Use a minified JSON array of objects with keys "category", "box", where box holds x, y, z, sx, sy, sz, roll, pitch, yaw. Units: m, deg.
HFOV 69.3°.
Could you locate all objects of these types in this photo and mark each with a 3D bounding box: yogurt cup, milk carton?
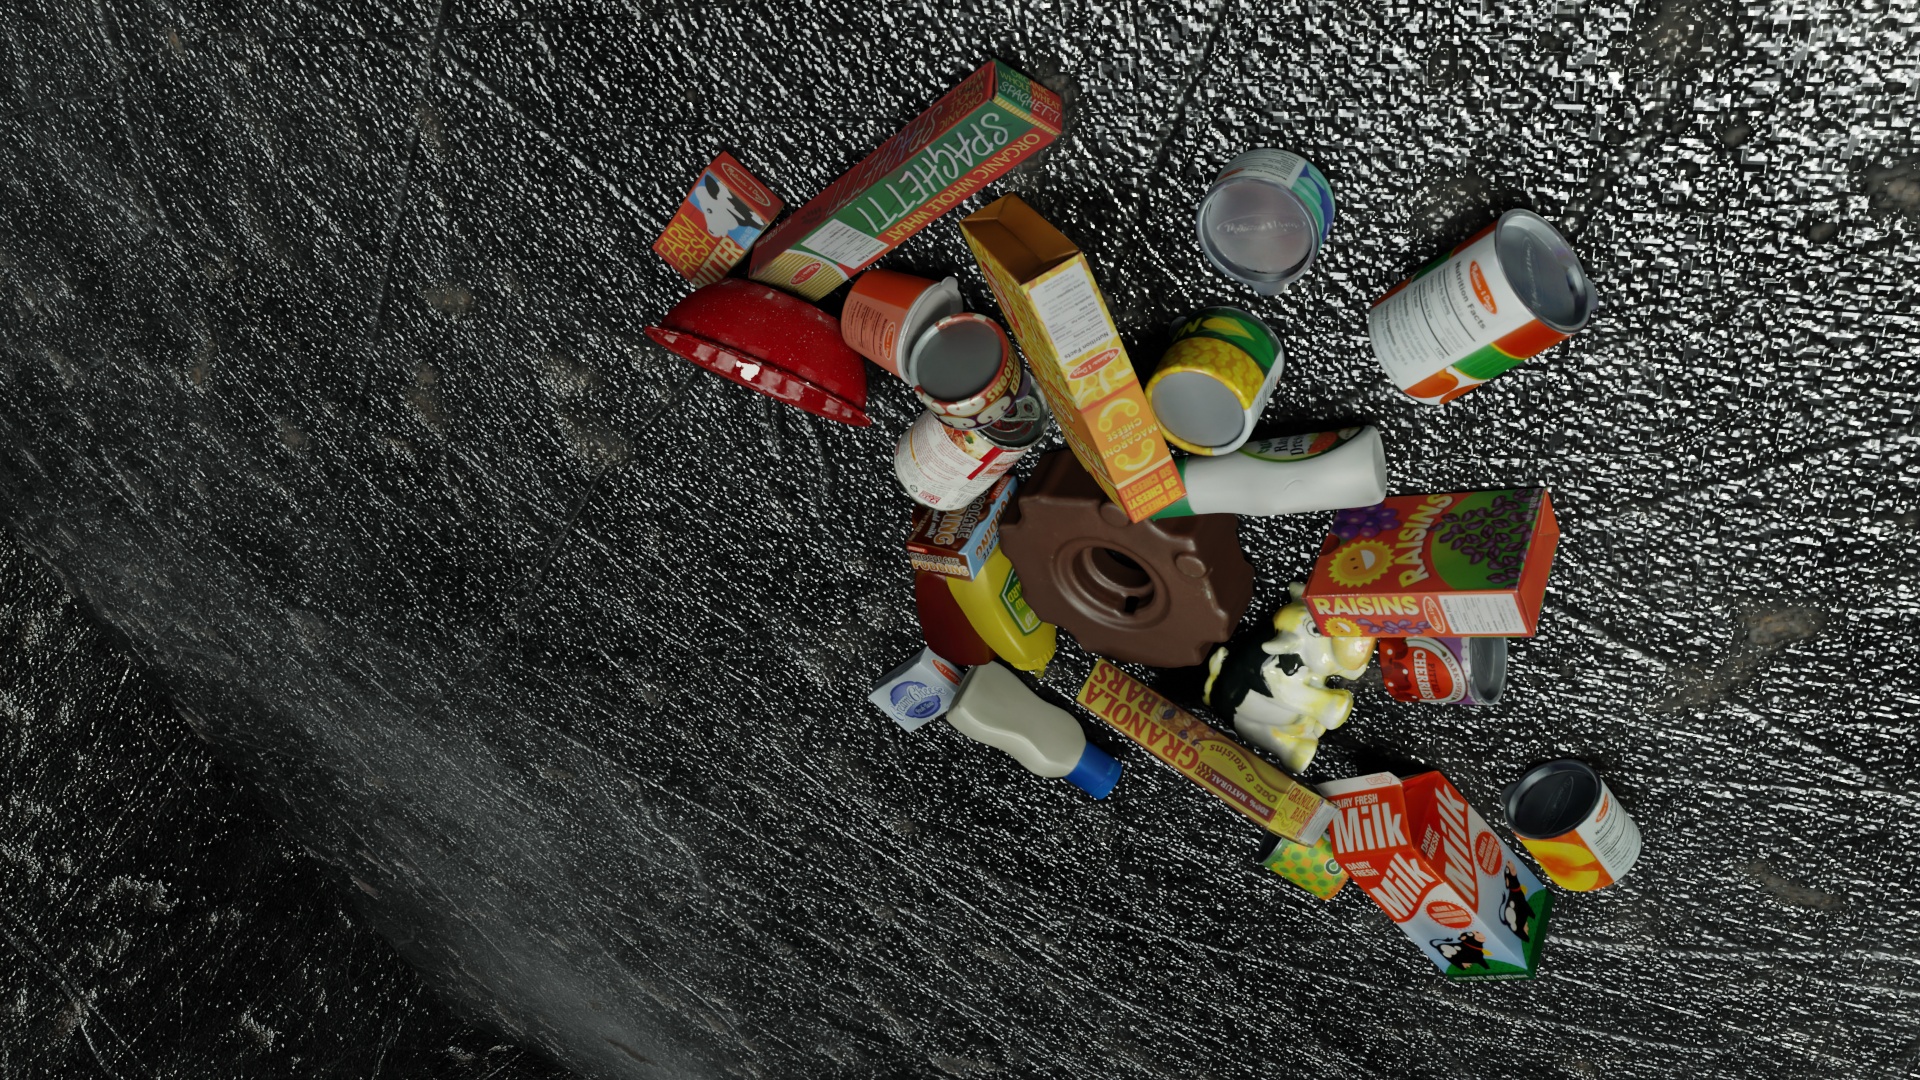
[{"category":"yogurt cup","box":[-0.039,-0.139,0.881,0.054,0.073,0.072,26,144,24]},{"category":"milk carton","box":[0.341,0.233,1.008,0.190,0.074,0.072,45,142,-15]}]

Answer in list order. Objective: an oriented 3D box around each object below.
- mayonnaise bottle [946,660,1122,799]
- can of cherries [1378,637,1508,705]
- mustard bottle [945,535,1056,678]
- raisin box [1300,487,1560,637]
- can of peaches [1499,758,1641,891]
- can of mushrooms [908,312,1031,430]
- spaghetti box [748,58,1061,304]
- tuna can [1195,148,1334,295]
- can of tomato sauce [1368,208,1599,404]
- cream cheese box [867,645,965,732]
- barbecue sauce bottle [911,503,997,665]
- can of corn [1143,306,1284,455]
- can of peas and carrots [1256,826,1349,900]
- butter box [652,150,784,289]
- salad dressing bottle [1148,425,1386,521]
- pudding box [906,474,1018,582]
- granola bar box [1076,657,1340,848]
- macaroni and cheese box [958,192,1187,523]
[{"category":"mayonnaise bottle","box":[0.063,0.160,1.146,0.148,0.065,0.041,34,143,-6]},{"category":"can of cherries","box":[0.297,0.069,0.856,0.058,0.072,0.071,-2,131,39]},{"category":"mustard bottle","box":[0.039,0.052,1.042,0.049,0.065,0.159,10,144,36]},{"category":"raisin box","box":[0.271,0.014,0.801,0.123,0.086,0.040,-4,132,39]},{"category":"can of peaches","box":[0.402,0.188,0.918,0.071,0.071,0.058,-20,119,47]},{"category":"can of mushrooms","box":[0.006,-0.104,0.848,0.071,0.071,0.033,13,163,25]},{"category":"spaghetti box","box":[-0.040,-0.204,0.820,0.050,0.029,0.249,19,154,-35]},{"category":"tuna can","box":[0.160,-0.166,0.725,0.071,0.033,0.070,20,142,17]},{"category":"can of tomato sauce","box":[0.257,-0.113,0.687,0.071,0.071,0.082,41,143,-10]},{"category":"cream cheese box","box":[-0.036,0.131,1.216,0.053,0.024,0.103,41,143,-8]},{"category":"barbecue sauce bottle","box":[-0.007,0.032,1.067,0.065,0.044,0.147,14,139,25]},{"category":"can of corn","box":[0.143,-0.092,0.800,0.071,0.058,0.070,20,141,17]},{"category":"can of peas and carrots","box":[0.270,0.232,1.066,0.059,0.071,0.070,29,143,5]},{"category":"butter box","box":[-0.163,-0.209,0.927,0.053,0.024,0.103,41,143,-12]},{"category":"salad dressing bottle","box":[0.173,-0.037,0.822,0.147,0.064,0.044,-6,108,26]},{"category":"pudding box","box":[0.003,-0.012,0.974,0.050,0.084,0.030,13,139,26]},{"category":"granola bar box","box":[0.175,0.152,0.984,0.166,0.039,0.124,32,179,33]},{"category":"macaroni and cheese box","box":[0.064,-0.106,0.801,0.165,0.040,0.124,61,180,-32]}]
